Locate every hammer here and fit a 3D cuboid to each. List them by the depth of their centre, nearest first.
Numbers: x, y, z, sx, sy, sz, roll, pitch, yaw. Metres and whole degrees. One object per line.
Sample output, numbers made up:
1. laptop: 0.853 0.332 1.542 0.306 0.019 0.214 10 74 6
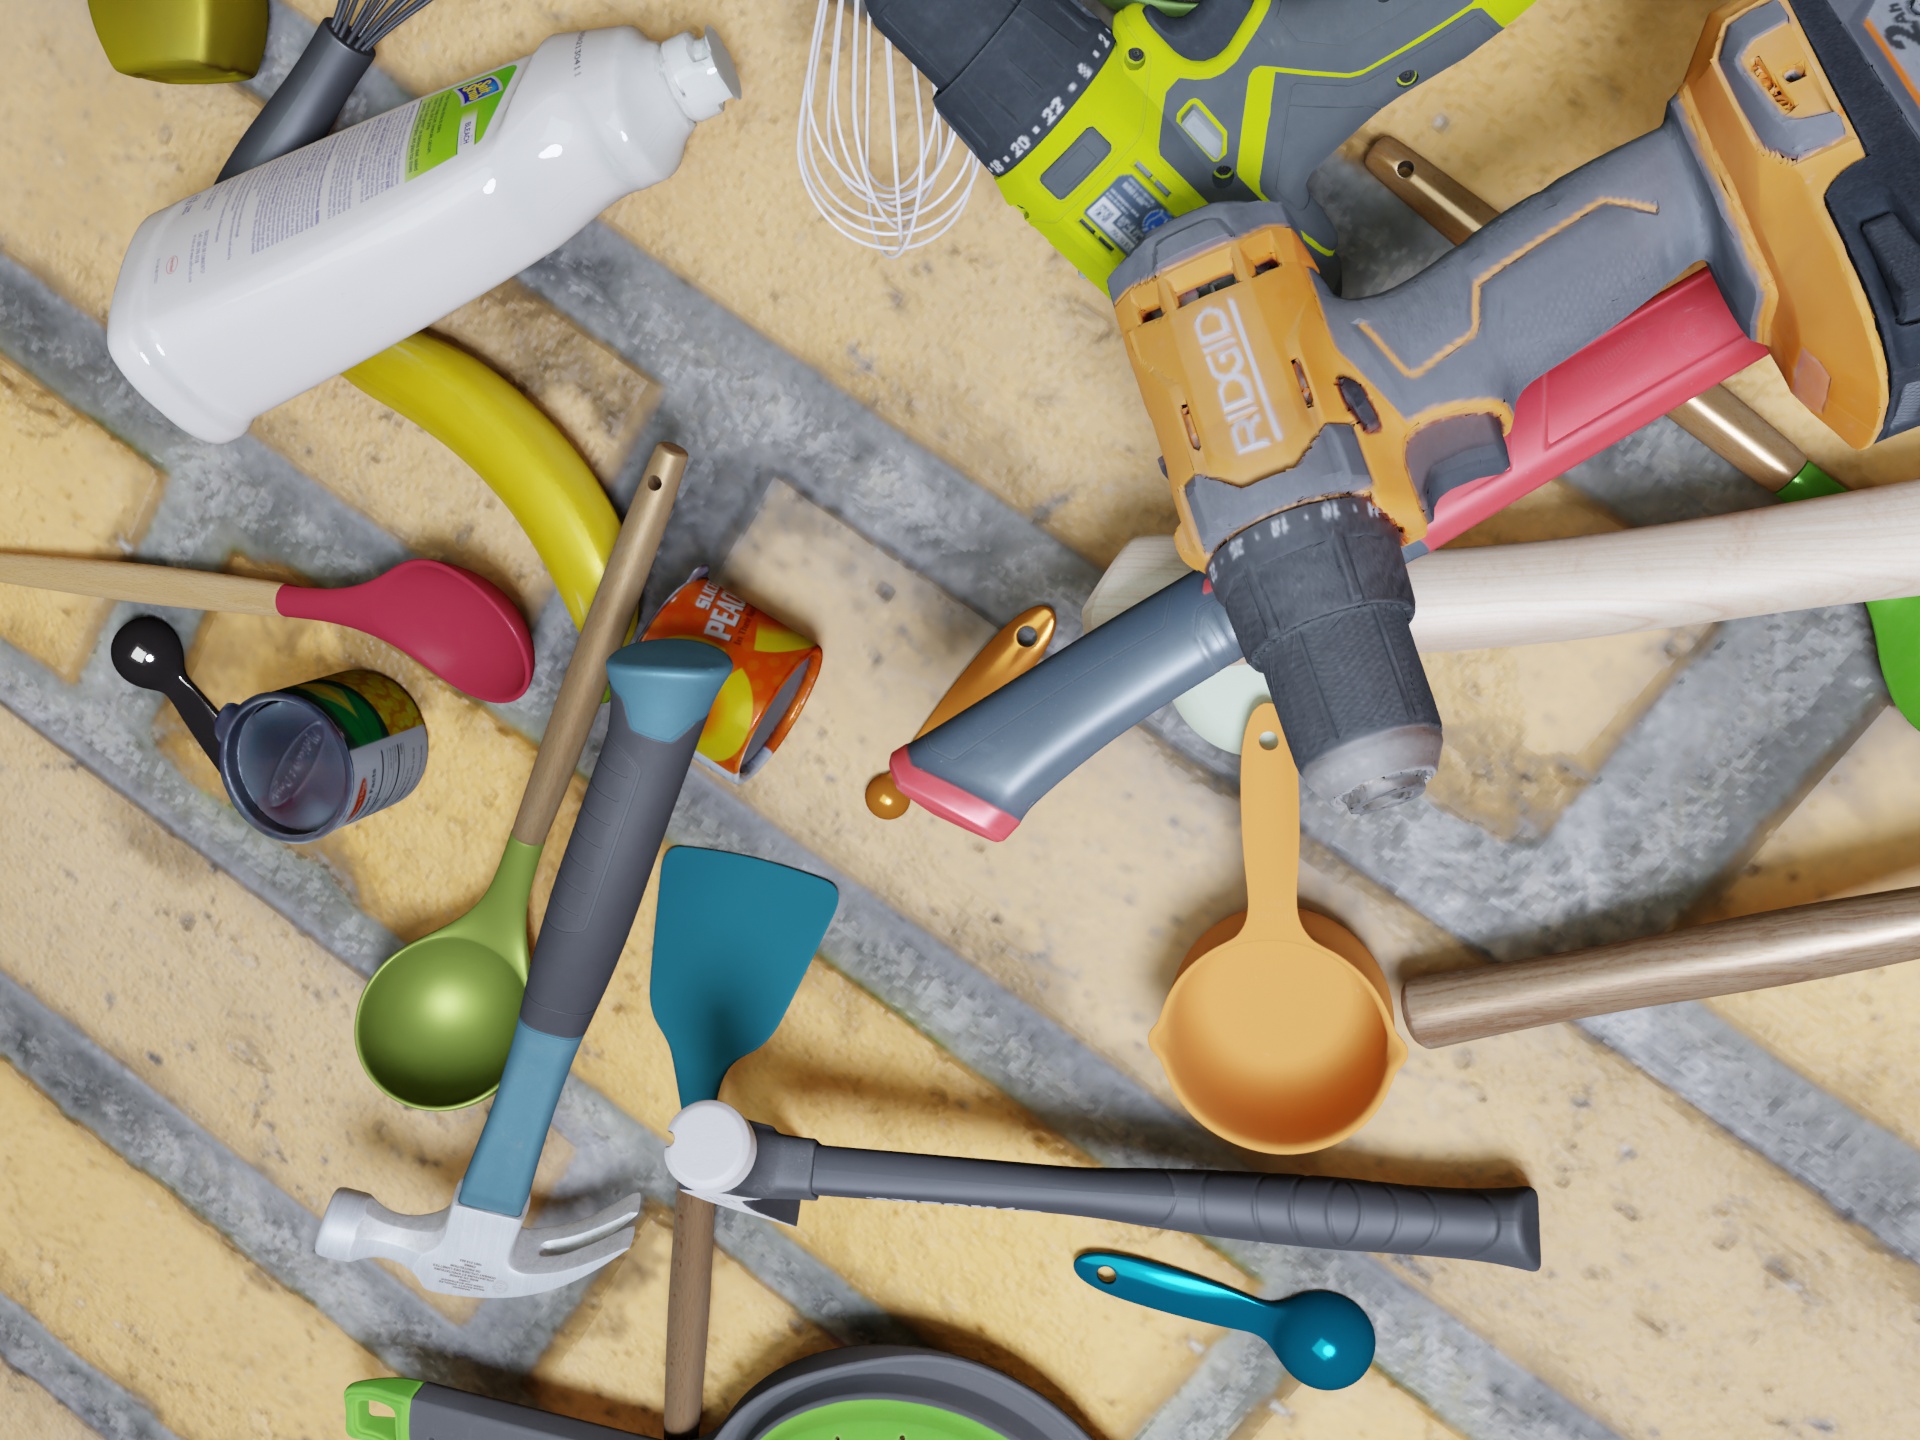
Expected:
1. hammer: 0.141 -0.085 0.512 0.386 0.038 0.143 -30 67 8
2. hammer: 0.246 -0.041 0.523 0.410 0.038 0.146 -6 94 14
3. hammer: 0.315 0.070 0.535 0.331 0.130 0.031 -18 63 28
4. hammer: 0.060 0.188 0.628 0.335 0.146 0.035 4 69 3
5. hammer: -0.163 0.111 0.645 0.128 0.033 0.331 18 114 -12

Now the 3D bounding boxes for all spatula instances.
1. spatula: -0.113 0.215 0.718 0.082 0.044 0.317 11 109 13

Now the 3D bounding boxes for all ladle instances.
1. ladle: -0.177 0.031 0.660 0.078 0.062 0.320 27 113 3
2. ladle: -0.323 -0.055 0.712 0.315 0.031 0.069 8 127 17

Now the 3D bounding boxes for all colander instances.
1. colander: -0.106 0.368 0.692 0.397 0.094 0.204 9 110 10

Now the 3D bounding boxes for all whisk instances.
1. whisk: -0.029 -0.311 0.566 0.070 0.070 0.284 -1 97 15
2. whisk: -0.246 -0.274 0.640 0.055 0.055 0.239 47 114 2

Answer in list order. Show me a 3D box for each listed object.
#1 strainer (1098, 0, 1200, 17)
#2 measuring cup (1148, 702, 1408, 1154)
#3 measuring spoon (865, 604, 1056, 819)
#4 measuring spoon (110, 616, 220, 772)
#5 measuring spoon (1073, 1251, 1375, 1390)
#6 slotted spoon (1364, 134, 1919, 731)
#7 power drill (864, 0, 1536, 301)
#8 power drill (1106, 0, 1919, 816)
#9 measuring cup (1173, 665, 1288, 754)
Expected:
1. strainer: 0.129 -0.294 0.517 0.256 0.069 0.151 24 107 11
2. measuring cup: 0.121 0.075 0.607 0.095 0.052 0.173 -1 101 15
3. measuring spoon: -0.001 -0.002 0.645 0.021 0.011 0.117 42 109 3
4. measuring spoon: -0.354 0.005 0.739 0.034 0.018 0.124 -38 91 19
5. measuring spoon: 0.108 0.249 0.663 0.128 0.021 0.042 13 105 11
6. slotted spoon: 0.263 -0.099 0.546 0.314 0.031 0.070 41 104 5
7. power drill: 0.098 -0.234 0.489 0.190 0.080 0.228 38 125 -19
8. power drill: 0.167 -0.088 0.442 0.226 0.084 0.185 -20 70 17
9. measuring cup: 0.155 -0.030 0.582 0.167 0.038 0.083 -9 99 19
